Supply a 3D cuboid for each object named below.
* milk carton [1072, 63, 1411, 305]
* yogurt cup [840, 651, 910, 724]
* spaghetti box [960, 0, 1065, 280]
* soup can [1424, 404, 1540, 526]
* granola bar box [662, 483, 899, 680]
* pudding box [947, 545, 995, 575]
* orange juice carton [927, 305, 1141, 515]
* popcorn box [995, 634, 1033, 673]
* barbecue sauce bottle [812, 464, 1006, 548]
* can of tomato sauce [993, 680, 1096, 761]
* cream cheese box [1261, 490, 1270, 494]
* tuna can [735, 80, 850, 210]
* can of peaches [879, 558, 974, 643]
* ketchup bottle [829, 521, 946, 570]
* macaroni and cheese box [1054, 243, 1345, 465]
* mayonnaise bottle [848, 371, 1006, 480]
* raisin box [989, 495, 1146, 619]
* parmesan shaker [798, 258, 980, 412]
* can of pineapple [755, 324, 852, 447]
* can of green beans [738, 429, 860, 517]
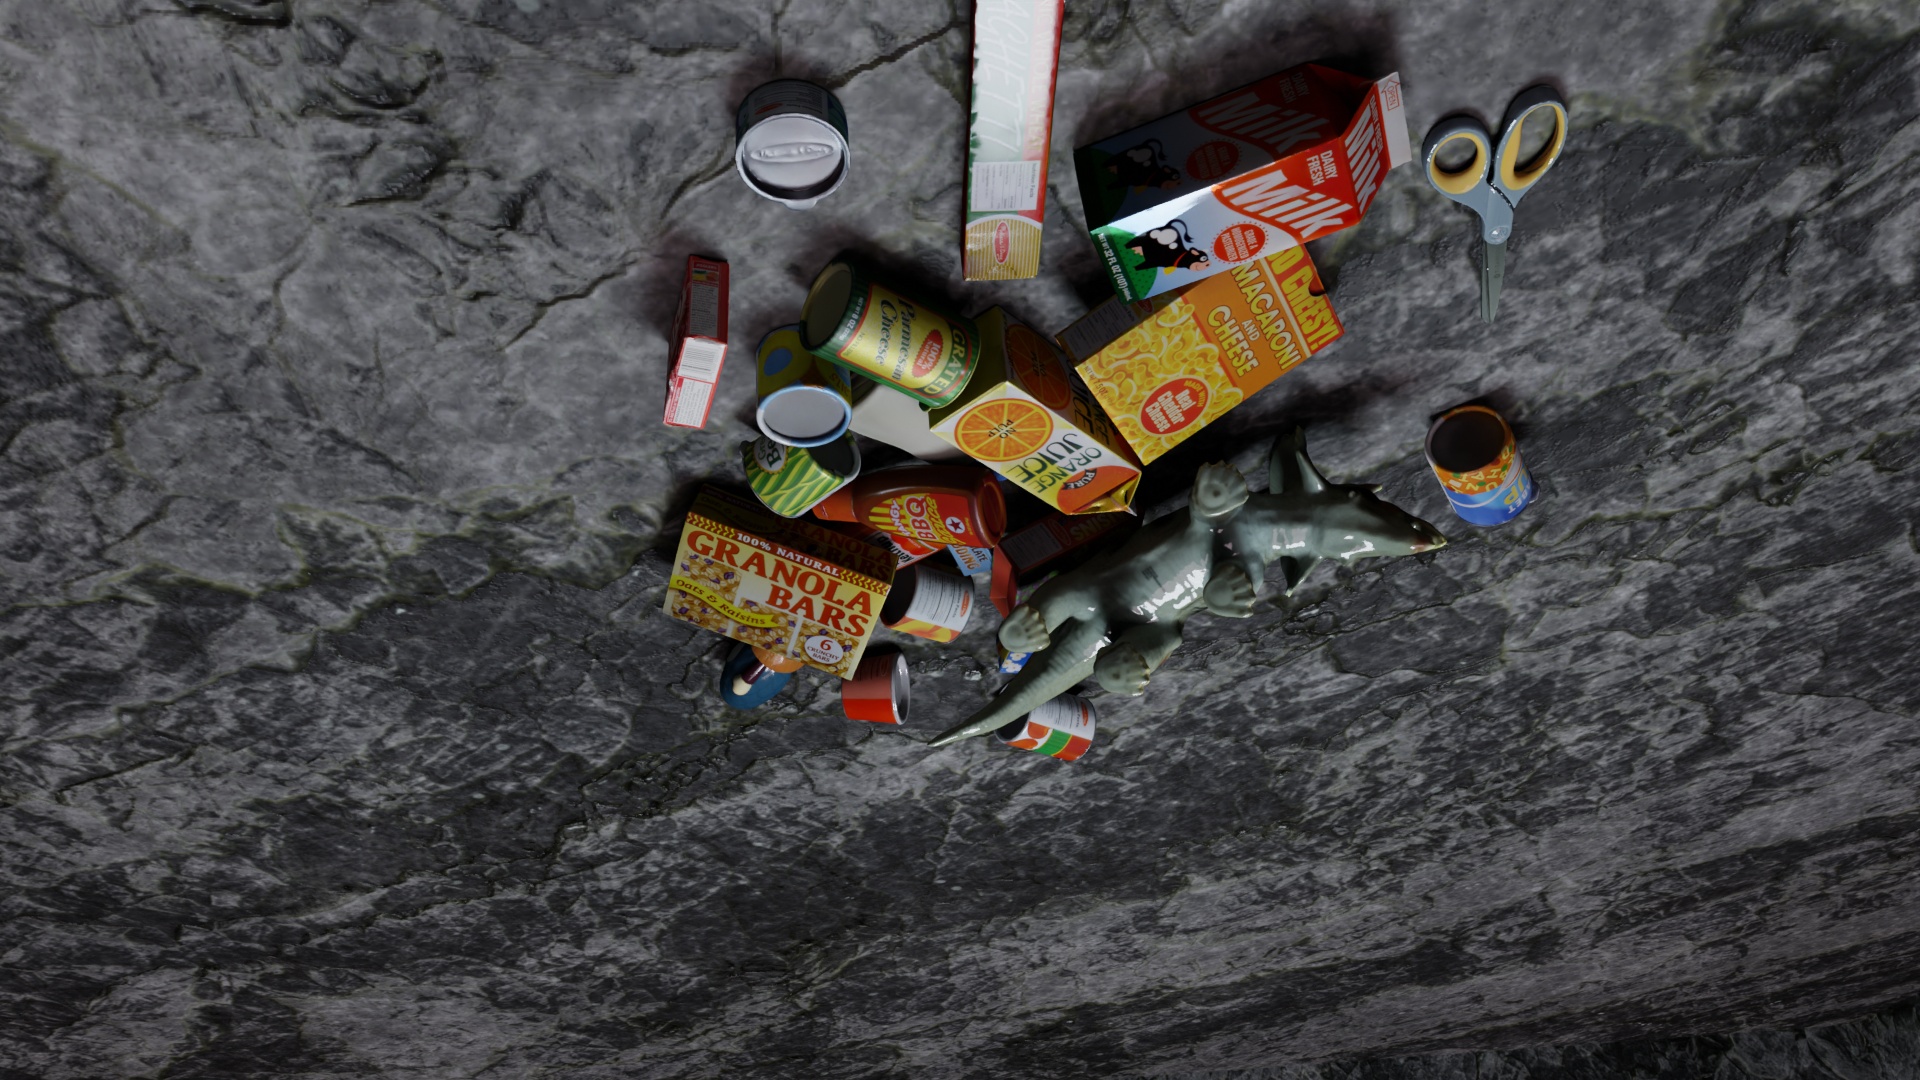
[{"bbox_3d":[0.171,-0.218,0.831,0.190,0.074,0.072,-17,143,14],"label":"milk carton"},{"bbox_3d":[-0.080,0.140,1.310,0.054,0.073,0.072,-3,146,9],"label":"yogurt cup"},{"bbox_3d":[0.029,-0.250,0.803,0.050,0.029,0.248,-3,145,-4],"label":"spaghetti box"},{"bbox_3d":[0.414,-0.059,1.101,0.071,0.072,0.083,-22,142,21],"label":"soup can"},{"bbox_3d":[-0.145,0.035,1.115,0.165,0.039,0.123,20,132,-4],"label":"granola bar box"},{"bbox_3d":[0.004,-0.014,1.115,0.030,0.050,0.083,-13,145,12],"label":"pudding box"},{"bbox_3d":[0.066,-0.083,1.008,0.073,0.072,0.192,-31,138,32],"label":"orange juice carton"},{"bbox_3d":[0.090,0.075,1.266,0.085,0.038,0.126,3,144,-16],"label":"popcorn box"},{"bbox_3d":[-0.042,-0.029,1.051,0.148,0.044,0.064,5,135,26],"label":"barbecue sauce bottle"},{"bbox_3d":[0.082,0.181,1.390,0.083,0.071,0.071,20,137,-31],"label":"can of tomato sauce"},{"bbox_3d":[0.293,-0.015,1.183,0.053,0.024,0.103,-27,140,24],"label":"cream cheese box"},{"bbox_3d":[-0.097,-0.229,0.808,0.071,0.033,0.070,-4,145,-3],"label":"tuna can"},{"bbox_3d":[-0.031,0.050,1.188,0.058,0.071,0.071,17,138,-30],"label":"can of peaches"},{"bbox_3d":[-0.085,0.009,1.139,0.148,0.044,0.064,-26,137,26],"label":"ketchup bottle"},{"bbox_3d":[0.164,-0.138,0.937,0.166,0.040,0.123,-33,138,10],"label":"macaroni and cheese box"},{"bbox_3d":[-0.019,-0.085,1.020,0.148,0.041,0.064,23,143,-37],"label":"mayonnaise bottle"},{"bbox_3d":[0.087,0.012,1.133,0.124,0.040,0.085,-26,149,-20],"label":"raisin box"},{"bbox_3d":[-0.048,-0.134,0.919,0.103,0.071,0.071,21,137,-33],"label":"parmesan shaker"},{"bbox_3d":[-0.107,-0.107,0.958,0.071,0.058,0.070,-4,145,-3],"label":"can of pineapple"},{"bbox_3d":[-0.116,-0.059,1.018,0.057,0.071,0.071,-32,138,31],"label":"can of green beans"}]
